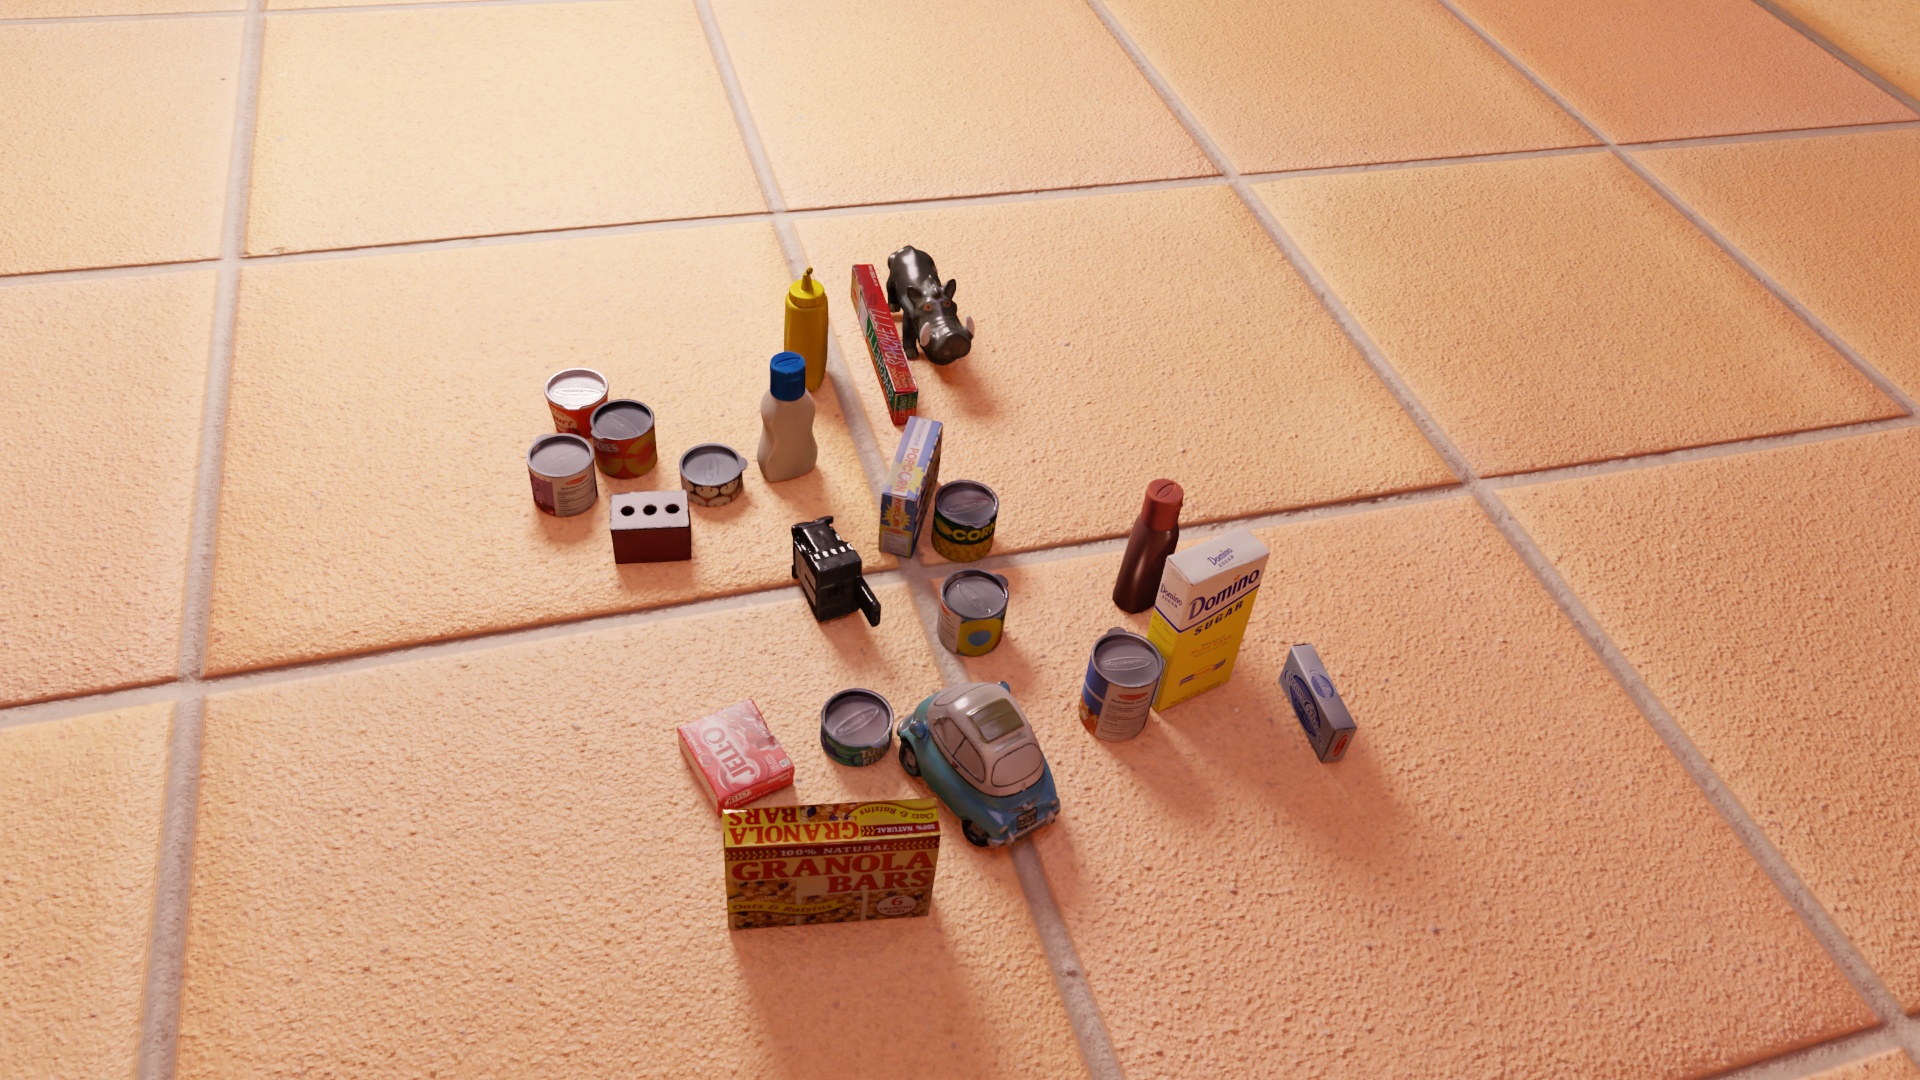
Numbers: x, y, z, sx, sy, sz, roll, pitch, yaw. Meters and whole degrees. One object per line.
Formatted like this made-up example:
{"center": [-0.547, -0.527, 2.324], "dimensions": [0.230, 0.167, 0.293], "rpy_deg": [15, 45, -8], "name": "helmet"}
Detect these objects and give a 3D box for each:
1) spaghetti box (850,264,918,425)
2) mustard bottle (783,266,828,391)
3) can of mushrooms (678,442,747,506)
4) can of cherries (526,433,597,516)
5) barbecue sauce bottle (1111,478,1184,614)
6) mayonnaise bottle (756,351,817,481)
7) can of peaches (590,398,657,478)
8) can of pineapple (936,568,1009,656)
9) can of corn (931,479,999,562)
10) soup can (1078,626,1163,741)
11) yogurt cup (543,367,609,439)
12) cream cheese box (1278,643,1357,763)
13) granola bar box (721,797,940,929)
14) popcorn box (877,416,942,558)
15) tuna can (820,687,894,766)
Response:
{"center": [-0.092, -0.234, 1.636], "dimensions": [0.029, 0.049, 0.251], "rpy_deg": [-7, 47, -14], "name": "spaghetti box"}
{"center": [-0.173, -0.243, 1.557], "dimensions": [0.049, 0.159, 0.066], "rpy_deg": [7, 45, 0], "name": "mustard bottle"}
{"center": [-0.260, -0.069, 1.463], "dimensions": [0.071, 0.033, 0.071], "rpy_deg": [4, 45, -4], "name": "can of mushrooms"}
{"center": [-0.409, -0.069, 1.425], "dimensions": [0.071, 0.058, 0.072], "rpy_deg": [4, 45, -4], "name": "can of cherries"}
{"center": [0.189, 0.004, 1.369], "dimensions": [0.044, 0.147, 0.065], "rpy_deg": [35, 51, 24], "name": "barbecue sauce bottle"}
{"center": [-0.181, -0.129, 1.452], "dimensions": [0.065, 0.147, 0.041], "rpy_deg": [-20, 51, -25], "name": "mayonnaise bottle"}
{"center": [-0.357, -0.106, 1.469], "dimensions": [0.071, 0.057, 0.071], "rpy_deg": [4, 45, -4], "name": "can of peaches"}
{"center": [0.013, 0.070, 1.345], "dimensions": [0.071, 0.057, 0.071], "rpy_deg": [4, 45, -4], "name": "can of pineapple"}
{"center": [0.005, -0.018, 1.430], "dimensions": [0.071, 0.058, 0.071], "rpy_deg": [4, 45, -4], "name": "can of corn"}
{"center": [0.146, 0.133, 1.282], "dimensions": [0.071, 0.083, 0.072], "rpy_deg": [4, 45, -4], "name": "soup can"}
{"center": [-0.414, -0.147, 1.504], "dimensions": [0.072, 0.053, 0.073], "rpy_deg": [4, 45, -4], "name": "yogurt cup"}
{"center": [0.335, 0.153, 1.309], "dimensions": [0.024, 0.053, 0.104], "rpy_deg": [-6, 47, -14], "name": "cream cheese box"}
{"center": [-0.103, 0.257, 1.099], "dimensions": [0.166, 0.123, 0.039], "rpy_deg": [-2, 46, -9], "name": "granola bar box"}
{"center": [-0.051, -0.057, 1.442], "dimensions": [0.038, 0.084, 0.127], "rpy_deg": [12, 45, 5], "name": "popcorn box"}
{"center": [-0.092, 0.170, 1.250], "dimensions": [0.071, 0.032, 0.071], "rpy_deg": [4, 45, -4], "name": "tuna can"}
